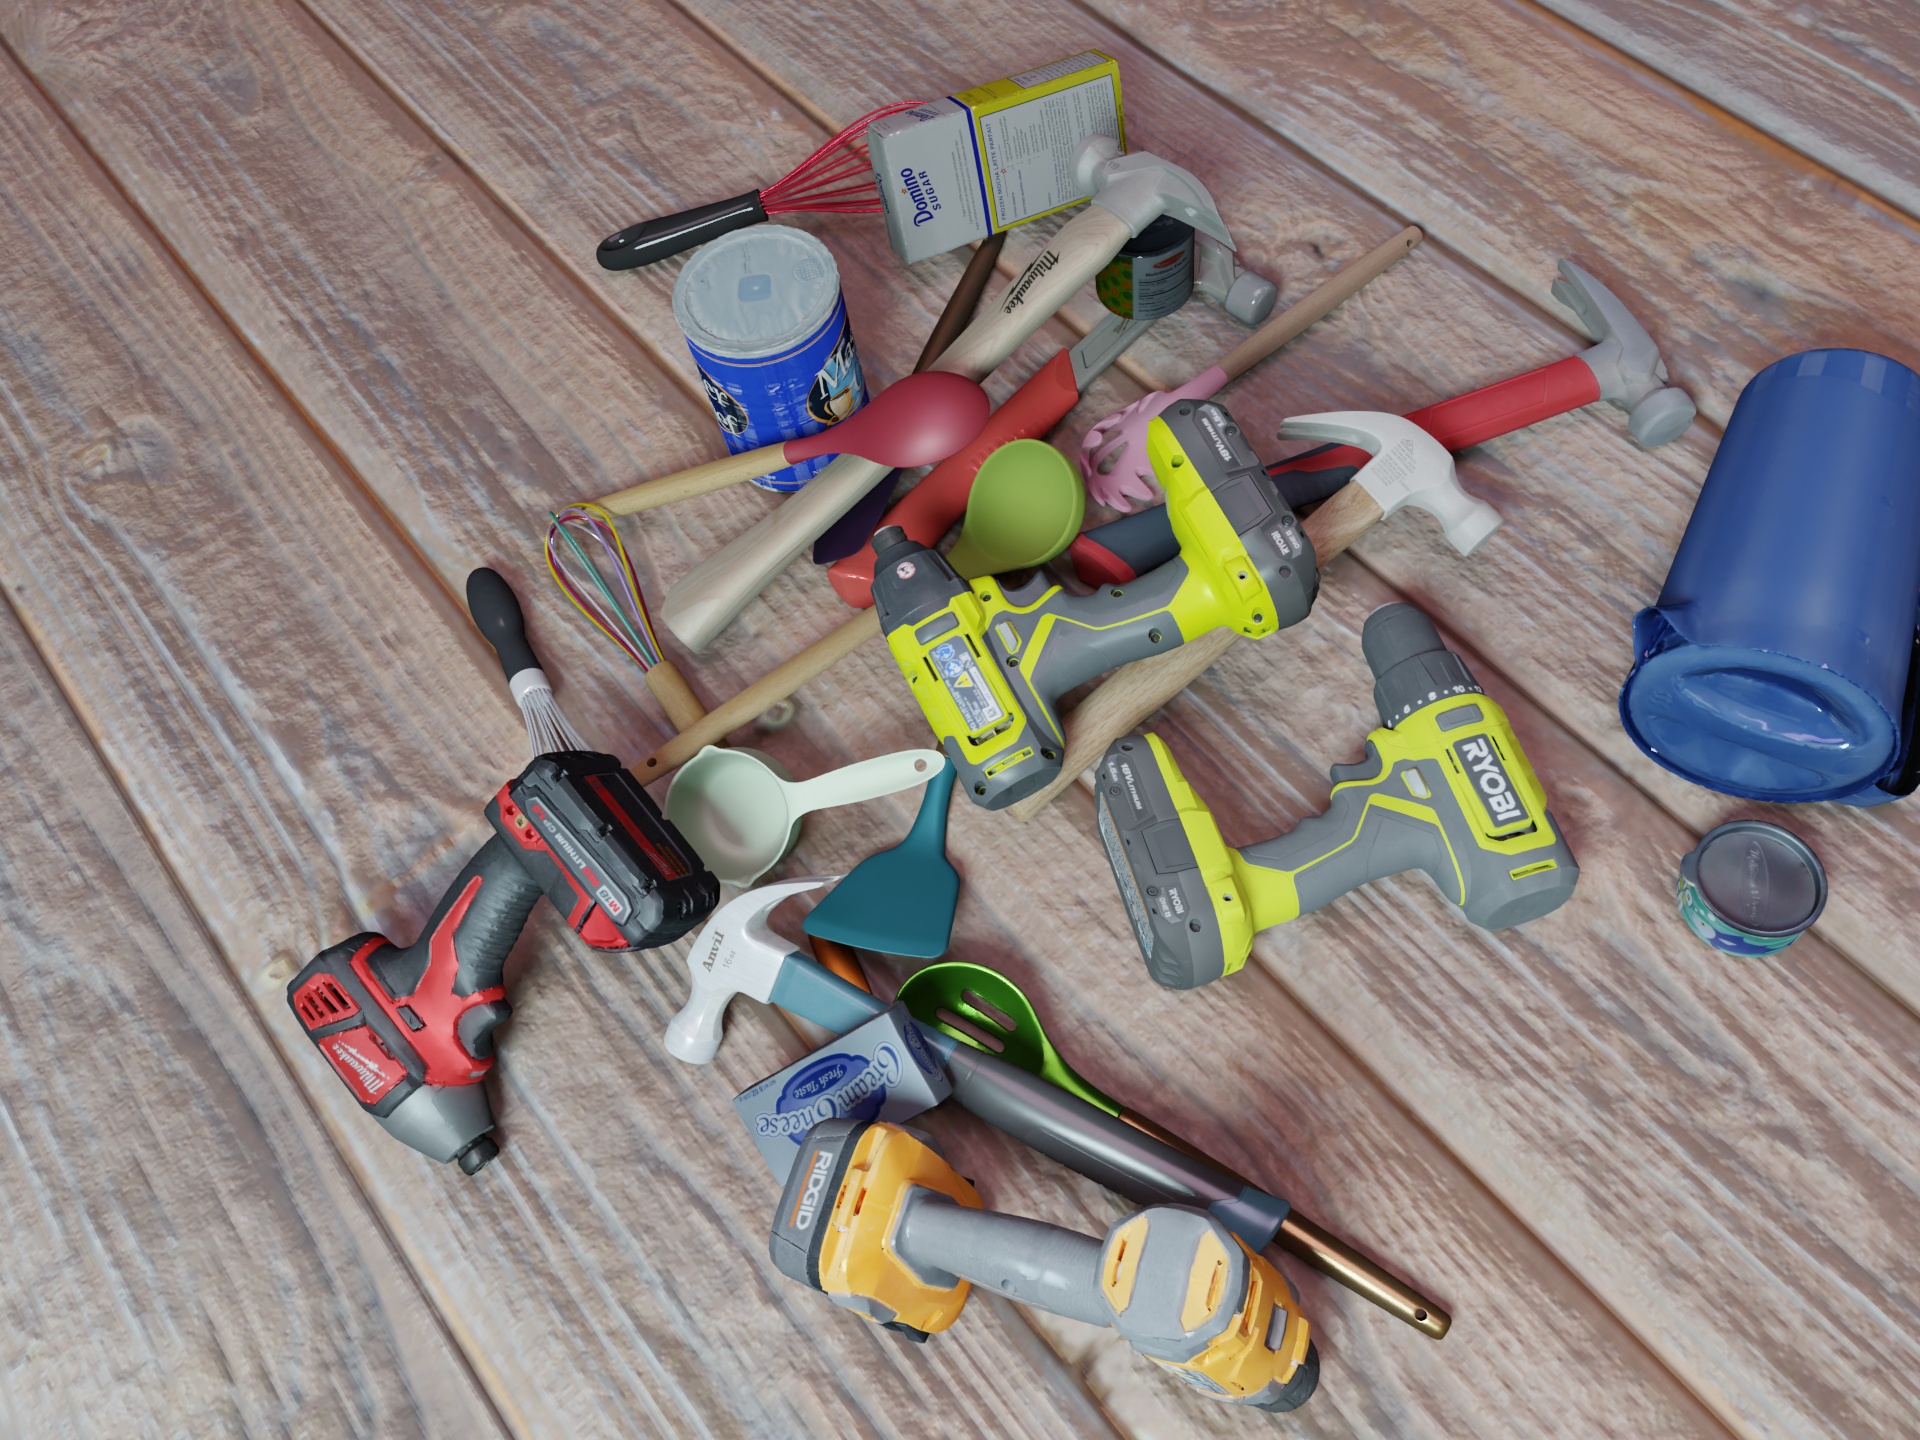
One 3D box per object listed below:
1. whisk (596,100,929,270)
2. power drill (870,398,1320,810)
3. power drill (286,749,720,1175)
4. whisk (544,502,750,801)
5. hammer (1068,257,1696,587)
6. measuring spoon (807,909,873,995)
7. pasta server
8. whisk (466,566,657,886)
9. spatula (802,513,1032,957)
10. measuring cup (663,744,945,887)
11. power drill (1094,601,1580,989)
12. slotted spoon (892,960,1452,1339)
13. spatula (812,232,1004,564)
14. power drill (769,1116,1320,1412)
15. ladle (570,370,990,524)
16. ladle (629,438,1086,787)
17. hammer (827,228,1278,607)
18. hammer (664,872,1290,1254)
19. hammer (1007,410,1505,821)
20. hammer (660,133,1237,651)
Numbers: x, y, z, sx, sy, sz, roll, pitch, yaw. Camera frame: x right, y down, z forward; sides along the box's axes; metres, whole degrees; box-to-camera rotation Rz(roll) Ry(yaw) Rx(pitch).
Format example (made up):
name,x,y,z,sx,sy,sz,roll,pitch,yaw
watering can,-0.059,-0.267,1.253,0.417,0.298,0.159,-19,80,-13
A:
name,x,y,z,sx,sy,sz,roll,pitch,yaw
whisk,-0.125,-0.379,1.149,0.296,0.073,0.073,-17,60,6
power drill,0.068,-0.075,0.882,0.223,0.080,0.171,-29,74,1
power drill,-0.240,0.130,0.836,0.219,0.078,0.143,-42,81,11
whisk,-0.194,-0.048,0.984,0.047,0.051,0.245,-30,65,-16
hammer,0.247,-0.176,0.996,0.386,0.038,0.143,-20,59,-3
measuring spoon,-0.058,0.151,0.872,0.021,0.011,0.117,-26,61,-7
pasta server,0.194,-0.239,1.038,0.316,0.060,0.040,-37,32,-16
whisk,-0.248,0.005,0.957,0.070,0.070,0.285,-28,56,-8
spatula,-0.001,-0.003,0.931,0.082,0.044,0.318,8,62,18
measuring cup,-0.084,0.041,0.897,0.167,0.038,0.083,-15,92,12
power drill,0.193,0.039,0.864,0.228,0.080,0.191,-16,62,-4
slotted spoon,0.101,0.218,0.805,0.314,0.031,0.070,29,86,19
spatula,-0.028,-0.221,1.052,0.060,0.018,0.316,-8,47,41
power drill,0.049,0.258,0.730,0.226,0.185,0.084,3,60,31
ladle,-0.123,-0.158,0.974,0.315,0.031,0.069,-10,55,32
ladle,-0.061,-0.060,0.938,0.320,0.062,0.078,-35,64,-11
hammer,0.041,-0.208,1.042,0.149,0.036,0.359,37,71,24
hammer,0.006,0.182,0.806,0.331,0.033,0.128,25,102,17
hammer,0.150,-0.060,0.925,0.331,0.031,0.130,-39,78,-6
hammer,-0.018,-0.187,0.962,0.410,0.038,0.146,-43,45,2
